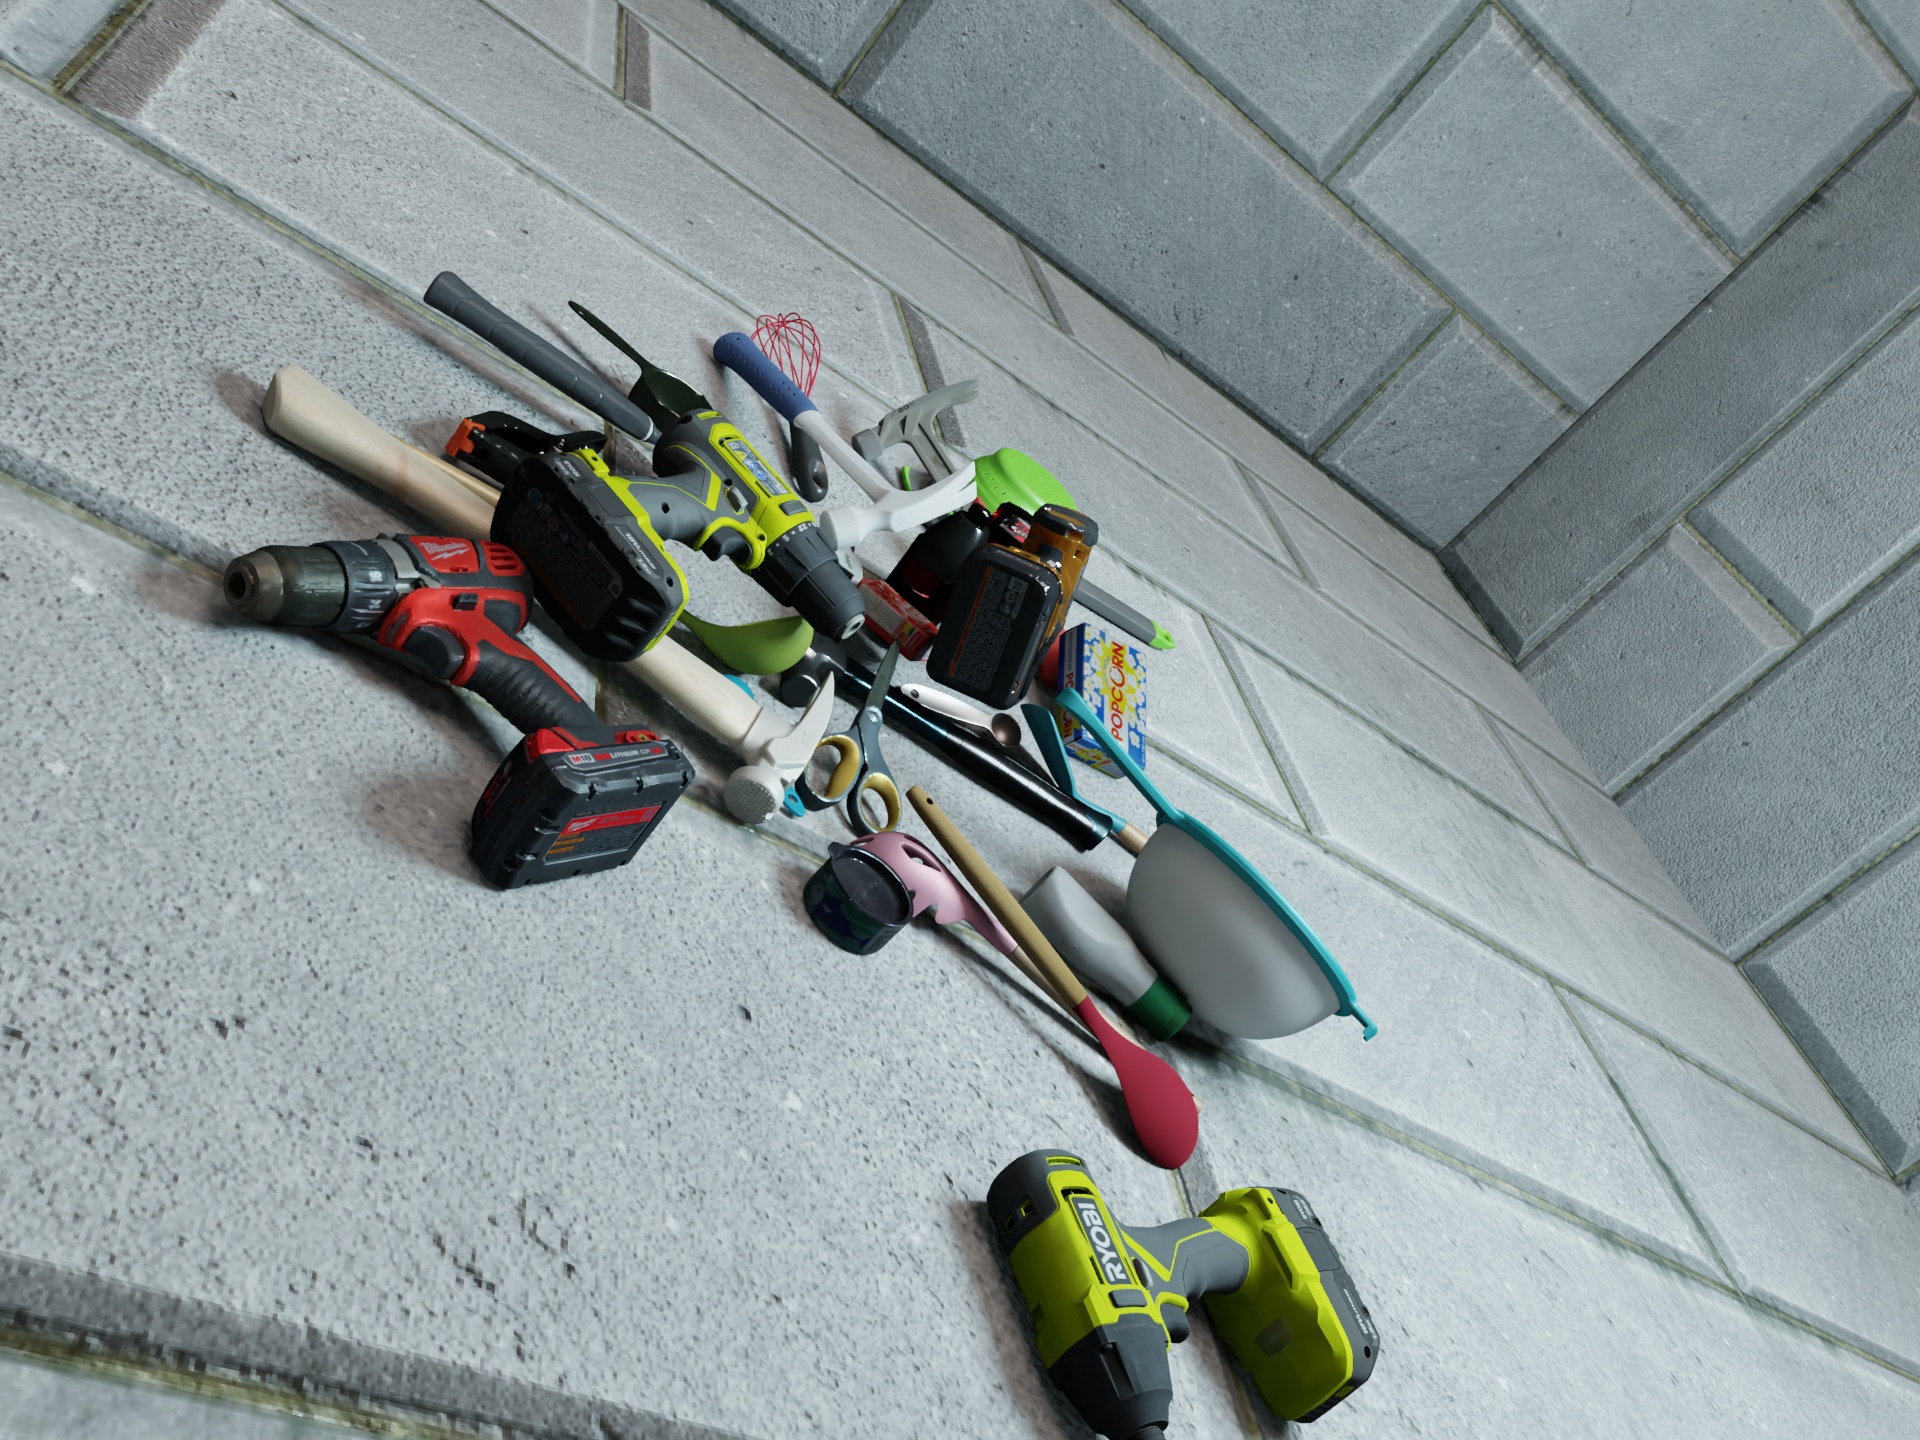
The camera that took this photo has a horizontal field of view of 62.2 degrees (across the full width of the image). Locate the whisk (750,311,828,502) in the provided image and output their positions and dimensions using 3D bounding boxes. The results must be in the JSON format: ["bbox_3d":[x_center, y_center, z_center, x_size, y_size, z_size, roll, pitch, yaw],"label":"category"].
[{"bbox_3d":[-0.162,-0.314,1.570,0.073,0.073,0.296,25,35,-36],"label":"whisk"}]

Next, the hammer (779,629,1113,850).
[{"bbox_3d":[-0.005,0.017,1.279,0.330,0.033,0.128,32,27,-24],"label":"hammer"}]

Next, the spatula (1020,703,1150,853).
[{"bbox_3d":[0.167,0.100,1.394,0.317,0.044,0.082,39,-7,-14],"label":"spatula"}]

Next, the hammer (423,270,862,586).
[{"bbox_3d":[-0.238,-0.219,1.260,0.408,0.036,0.149,34,15,-26],"label":"hammer"}]

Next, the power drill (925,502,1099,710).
[{"bbox_3d":[0.042,-0.076,1.323,0.084,0.185,0.226,24,21,9],"label":"power drill"}]

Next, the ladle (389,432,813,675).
[{"bbox_3d":[-0.246,-0.121,1.109,0.320,0.062,0.078,30,-9,-20],"label":"ladle"}]

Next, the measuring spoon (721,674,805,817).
[{"bbox_3d":[-0.136,0.013,1.093,0.042,0.021,0.129,6,41,-54],"label":"measuring spoon"}]

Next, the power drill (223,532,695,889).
[{"bbox_3d":[-0.273,-0.018,0.869,0.227,0.080,0.188,48,24,19],"label":"power drill"}]

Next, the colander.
[{"bbox_3d":[0.119,-0.193,1.751,0.396,0.094,0.205,27,28,-31],"label":"colander"}]

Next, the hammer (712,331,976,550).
[{"bbox_3d":[-0.129,-0.268,1.435,0.144,0.035,0.406,-19,39,-20],"label":"hammer"}]

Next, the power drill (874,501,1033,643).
[{"bbox_3d":[0.008,-0.136,1.426,0.078,0.143,0.219,43,21,12],"label":"power drill"}]

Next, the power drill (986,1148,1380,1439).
[{"bbox_3d":[0.131,0.336,0.907,0.223,0.080,0.171,17,34,-39],"label":"power drill"}]

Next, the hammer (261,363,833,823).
[{"bbox_3d":[-0.264,-0.097,1.039,0.410,0.038,0.146,37,35,-9],"label":"hammer"}]

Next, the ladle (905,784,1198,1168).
[{"bbox_3d":[0.064,0.170,1.078,0.315,0.031,0.069,52,36,1],"label":"ladle"}]

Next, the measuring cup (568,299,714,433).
[{"bbox_3d":[-0.283,-0.294,1.366,0.167,0.038,0.083,42,23,3],"label":"measuring cup"}]

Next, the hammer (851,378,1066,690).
[{"bbox_3d":[0.036,-0.182,1.596,0.359,0.149,0.036,59,-12,20],"label":"hammer"}]

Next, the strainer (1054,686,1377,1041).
[{"bbox_3d":[0.156,0.127,1.204,0.340,0.095,0.211,49,-7,-16],"label":"strainer"}]

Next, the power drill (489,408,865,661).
[{"bbox_3d":[-0.175,-0.114,1.052,0.190,0.080,0.228,49,31,9],"label":"power drill"}]

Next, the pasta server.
[{"bbox_3d":[0.050,0.179,1.106,0.316,0.040,0.060,42,23,-12],"label":"pasta server"}]

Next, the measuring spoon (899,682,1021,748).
[{"bbox_3d":[-0.002,-0.004,1.349,0.124,0.018,0.034,22,53,-27],"label":"measuring spoon"}]
